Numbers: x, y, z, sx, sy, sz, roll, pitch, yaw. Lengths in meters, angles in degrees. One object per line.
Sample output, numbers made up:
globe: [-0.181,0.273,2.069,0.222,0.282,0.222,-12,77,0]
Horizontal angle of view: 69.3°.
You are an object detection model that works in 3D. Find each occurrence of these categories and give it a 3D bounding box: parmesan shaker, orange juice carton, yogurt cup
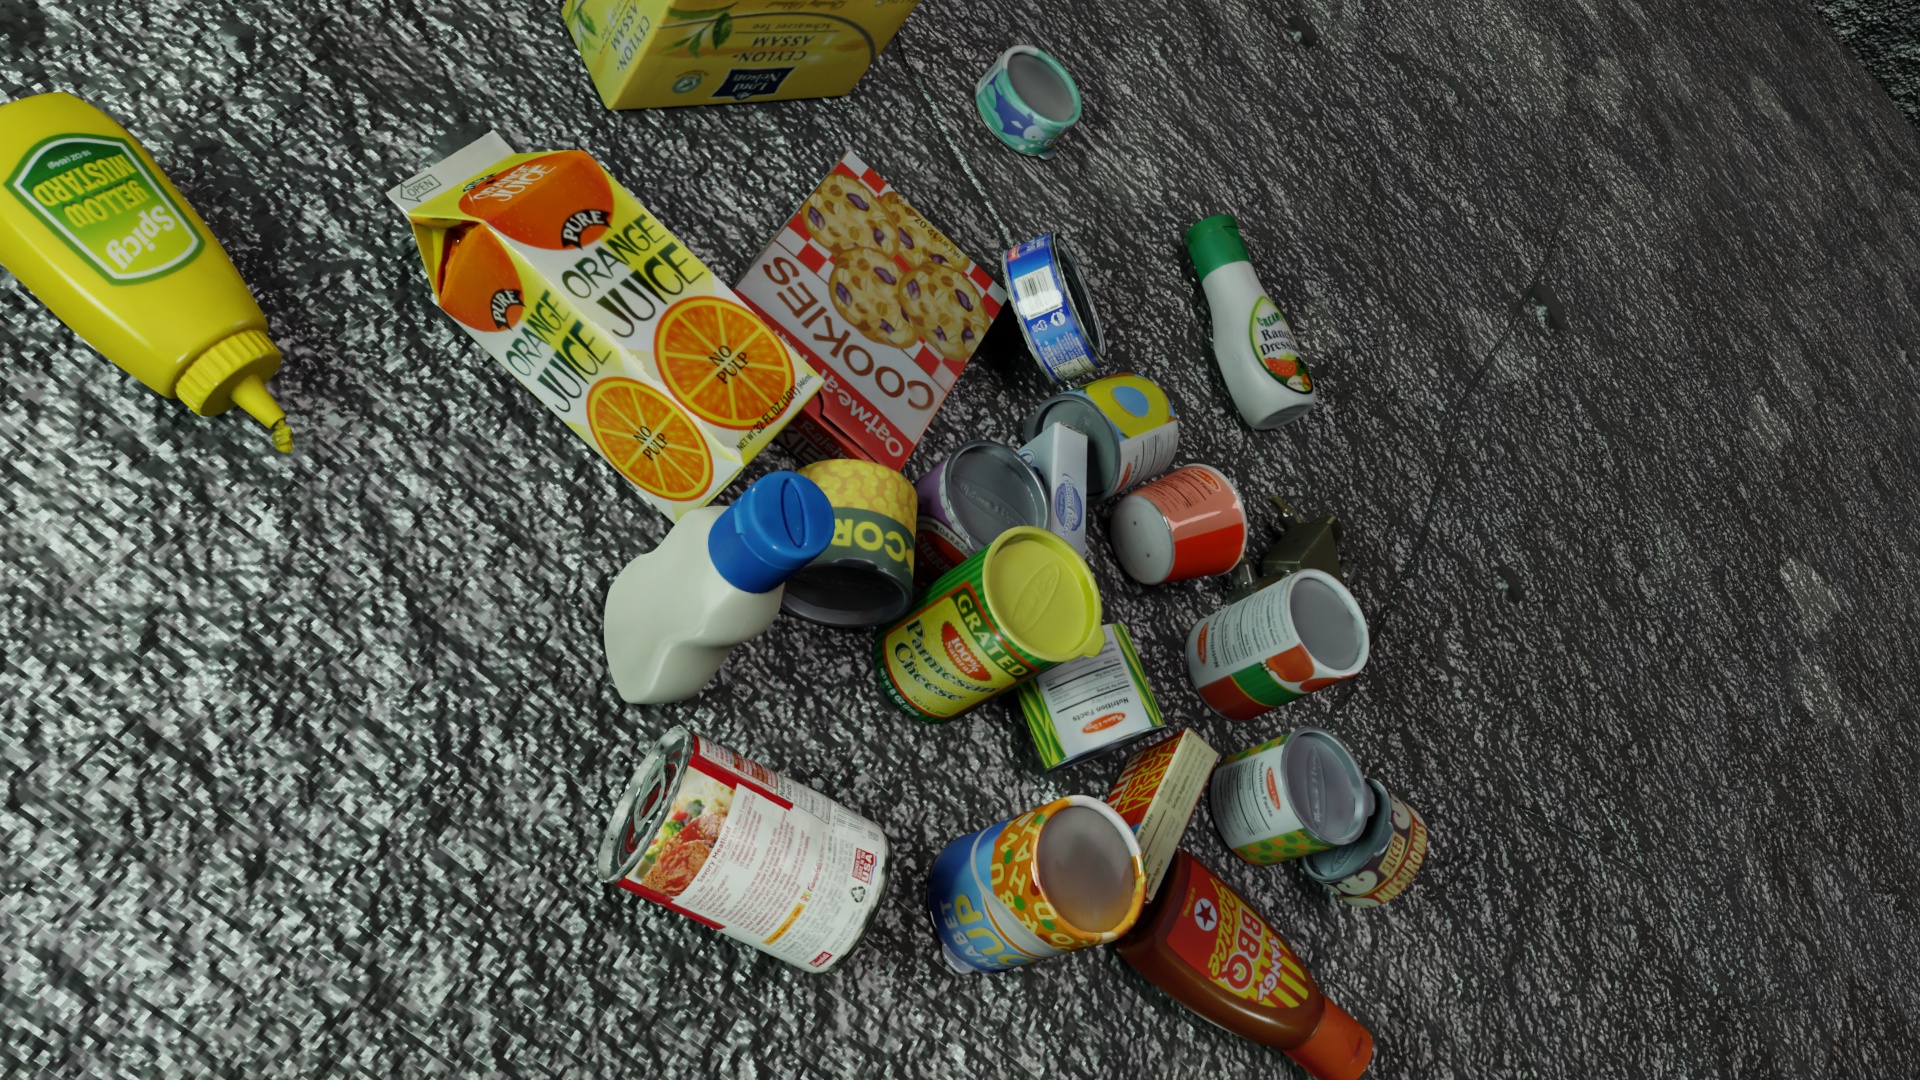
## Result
parmesan shaker: [0.012,0.045,0.667,0.071,0.102,0.071,17,58,-29]
orange juice carton: [-0.165,-0.105,0.637,0.192,0.072,0.072,44,49,-9]
yogurt cup: [0.124,-0.007,0.805,0.054,0.072,0.072,-16,77,-32]

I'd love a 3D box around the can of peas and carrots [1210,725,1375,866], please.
can of peas and carrots: [0.184,0.143,0.772,0.071,0.058,0.071,17,58,-30]

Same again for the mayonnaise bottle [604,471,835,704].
mayonnaise bottle: [-0.101,0.018,0.568,0.041,0.147,0.065,4,65,-35]

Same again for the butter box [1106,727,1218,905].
butter box: [0.091,0.145,0.707,0.024,0.053,0.104,42,48,-7]

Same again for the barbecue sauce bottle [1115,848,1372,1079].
barbecue sauce bottle: [0.148,0.225,0.712,0.148,0.043,0.065,40,48,-13]

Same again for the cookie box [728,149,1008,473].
cookie box: [-0.057,-0.117,0.744,0.123,0.040,0.168,40,49,-13]

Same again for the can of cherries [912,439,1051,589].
can of cherries: [0.003,-0.009,0.719,0.071,0.058,0.072,17,58,-30]

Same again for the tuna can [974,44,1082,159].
tuna can: [0.047,-0.289,0.917,0.071,0.032,0.071,17,58,-28]

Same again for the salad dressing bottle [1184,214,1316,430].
salad dressing bottle: [0.194,-0.150,0.944,0.064,0.043,0.148,-5,70,-39]

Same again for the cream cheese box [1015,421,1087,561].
cream cheese box: [0.043,-0.008,0.752,0.024,0.053,0.104,22,55,-28]

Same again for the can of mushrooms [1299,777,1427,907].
can of mushrooms: [0.228,0.171,0.782,0.033,0.070,0.071,37,50,-18]

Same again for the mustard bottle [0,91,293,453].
mustard bottle: [-0.313,-0.098,0.540,0.160,0.048,0.066,48,50,-6]

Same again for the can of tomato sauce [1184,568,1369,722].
can of tomato sauce: [0.183,0.061,0.798,0.071,0.082,0.071,17,58,-29]

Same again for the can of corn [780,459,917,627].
can of corn: [-0.054,0.000,0.664,0.071,0.071,0.058,20,56,-28]

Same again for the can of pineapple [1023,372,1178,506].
can of pineapple: [0.082,-0.060,0.800,0.058,0.070,0.071,-23,82,-42]

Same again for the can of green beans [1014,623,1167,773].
can of green beans: [0.064,0.081,0.712,0.071,0.071,0.058,-9,72,-39]

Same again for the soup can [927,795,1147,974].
soup can: [0.033,0.160,0.635,0.071,0.083,0.071,17,59,-29]
